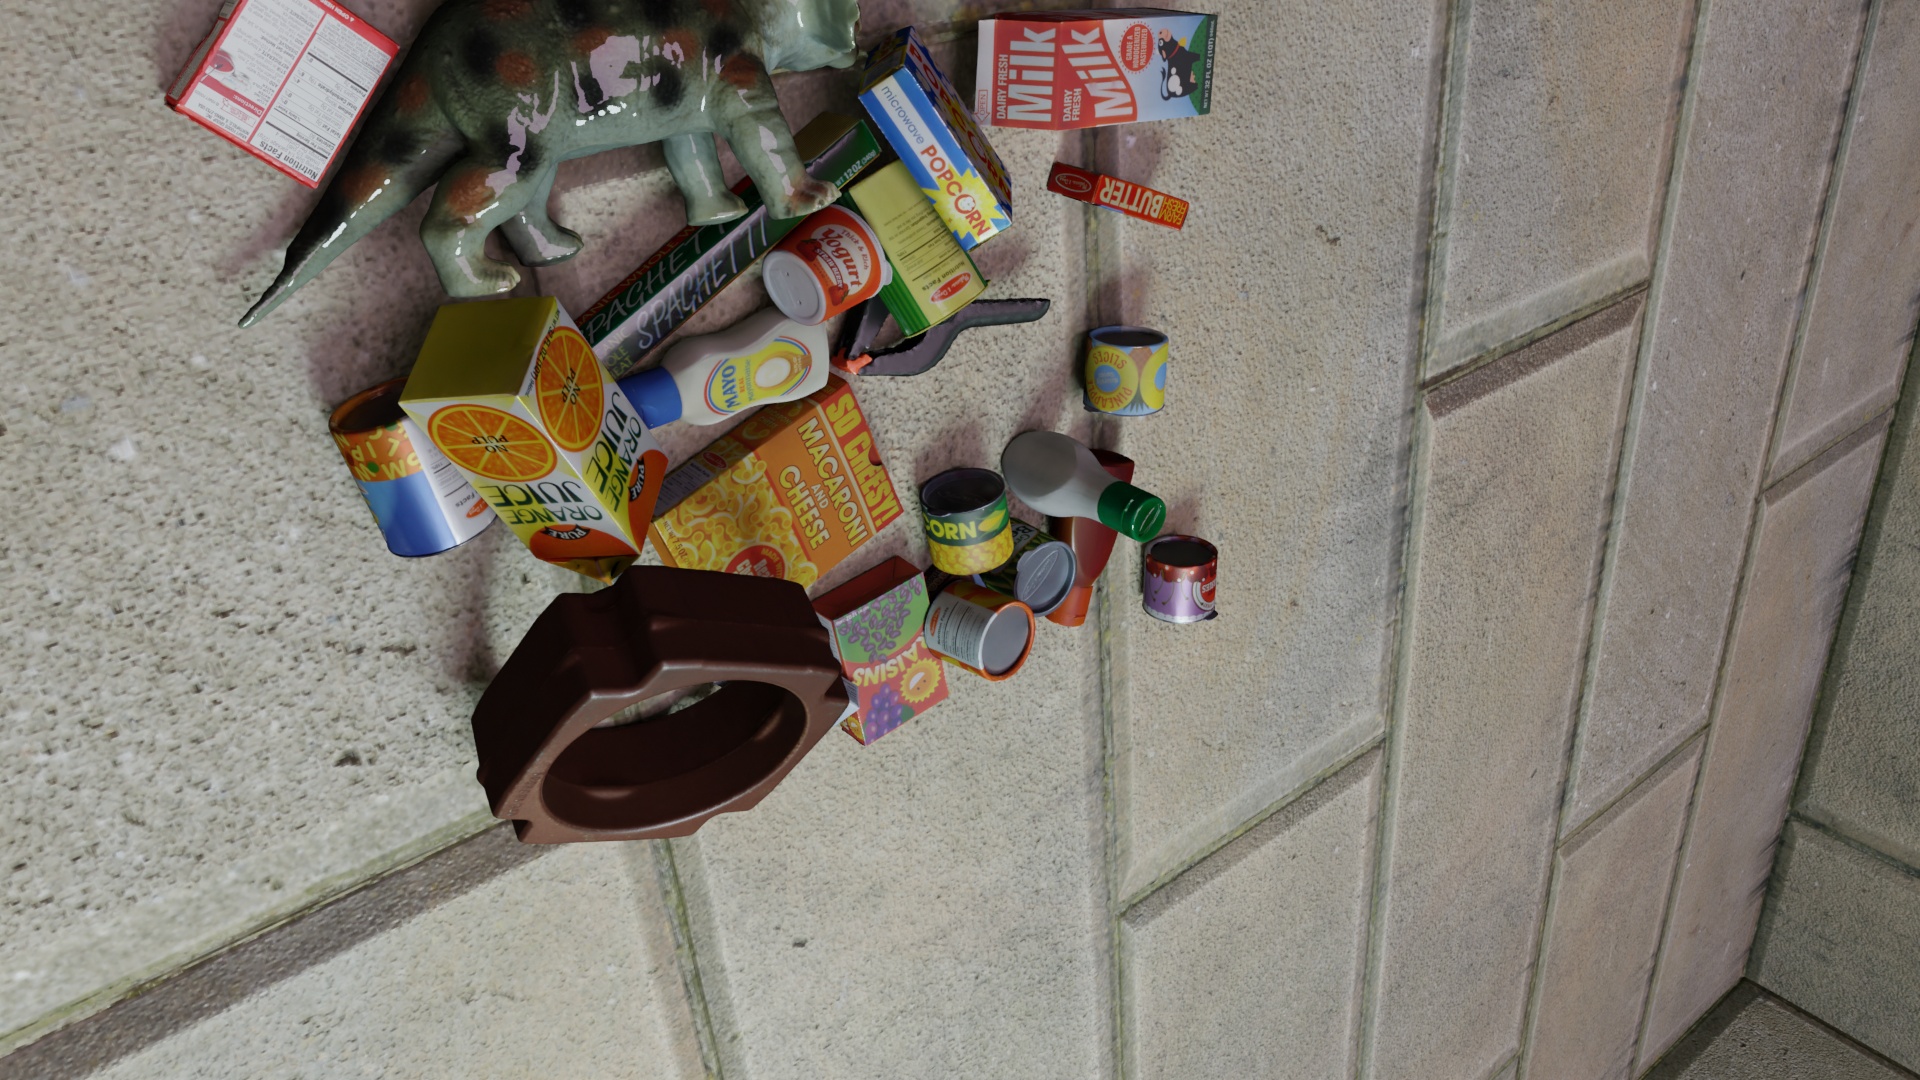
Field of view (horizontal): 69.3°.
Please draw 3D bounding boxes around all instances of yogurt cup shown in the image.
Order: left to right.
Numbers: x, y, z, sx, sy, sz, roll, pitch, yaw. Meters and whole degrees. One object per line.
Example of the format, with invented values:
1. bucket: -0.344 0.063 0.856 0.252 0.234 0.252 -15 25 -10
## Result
1. yogurt cup: -0.090 -0.174 0.890 0.054 0.072 0.072 -44 134 -34

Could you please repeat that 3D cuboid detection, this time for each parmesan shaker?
1. parmesan shaker: -0.034 -0.197 0.922 0.071 0.071 0.103 -38 105 -20

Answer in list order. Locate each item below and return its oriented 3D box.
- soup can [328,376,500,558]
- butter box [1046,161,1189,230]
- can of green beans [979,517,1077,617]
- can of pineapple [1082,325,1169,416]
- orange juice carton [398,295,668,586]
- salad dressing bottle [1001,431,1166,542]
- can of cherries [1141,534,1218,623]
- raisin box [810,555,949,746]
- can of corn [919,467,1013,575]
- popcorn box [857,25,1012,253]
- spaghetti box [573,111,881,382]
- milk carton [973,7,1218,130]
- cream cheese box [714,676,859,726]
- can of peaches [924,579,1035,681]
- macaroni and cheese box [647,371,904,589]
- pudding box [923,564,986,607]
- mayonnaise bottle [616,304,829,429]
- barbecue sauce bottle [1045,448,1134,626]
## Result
1. soup can: -0.311 -0.042 0.788 0.071 0.071 0.083 -31 126 -25
2. butter box: 0.121 -0.261 1.055 0.104 0.053 0.024 4 110 -41
3. can of green beans: 0.051 0.021 1.126 0.071 0.058 0.071 -18 121 -33
4. can of pineapple: 0.132 -0.136 1.113 0.071 0.071 0.057 -16 119 -34
5. orange juice carton: -0.231 -0.049 0.804 0.191 0.073 0.072 66 26 -53
6. salad dressing bottle: 0.094 -0.040 1.071 0.044 0.148 0.064 37 85 -44
7. can of cherries: 0.200 0.035 1.249 0.072 0.071 0.058 -19 121 -33
8. raisin box: -0.062 0.086 1.075 0.086 0.040 0.122 -29 125 -28
9. can of corn: 0.004 -0.013 1.063 0.071 0.071 0.058 -28 127 -27
10. popcorn box: -0.014 -0.261 0.901 0.038 0.085 0.126 -28 120 19
11. spaghetti box: -0.154 -0.180 0.864 0.251 0.050 0.028 -45 130 -15
12. milk carton: 0.087 -0.333 0.978 0.191 0.073 0.072 -16 120 -34
13. cream cheese box: -0.127 0.104 1.013 0.053 0.024 0.103 -37 127 19
14. can of peaches: 0.017 0.069 1.071 0.071 0.058 0.071 -21 119 -42
15. macaroni and cheese box: -0.128 -0.022 0.966 0.167 0.040 0.123 -38 132 -20
16. pudding box: 0.000 0.053 1.117 0.050 0.030 0.083 -44 132 -14
17. mayonnaise bottle: -0.156 -0.107 0.901 0.149 0.041 0.064 -25 133 -30
18. barbecue sauce bottle: 0.103 -0.001 1.170 0.065 0.044 0.148 -3 113 -39
